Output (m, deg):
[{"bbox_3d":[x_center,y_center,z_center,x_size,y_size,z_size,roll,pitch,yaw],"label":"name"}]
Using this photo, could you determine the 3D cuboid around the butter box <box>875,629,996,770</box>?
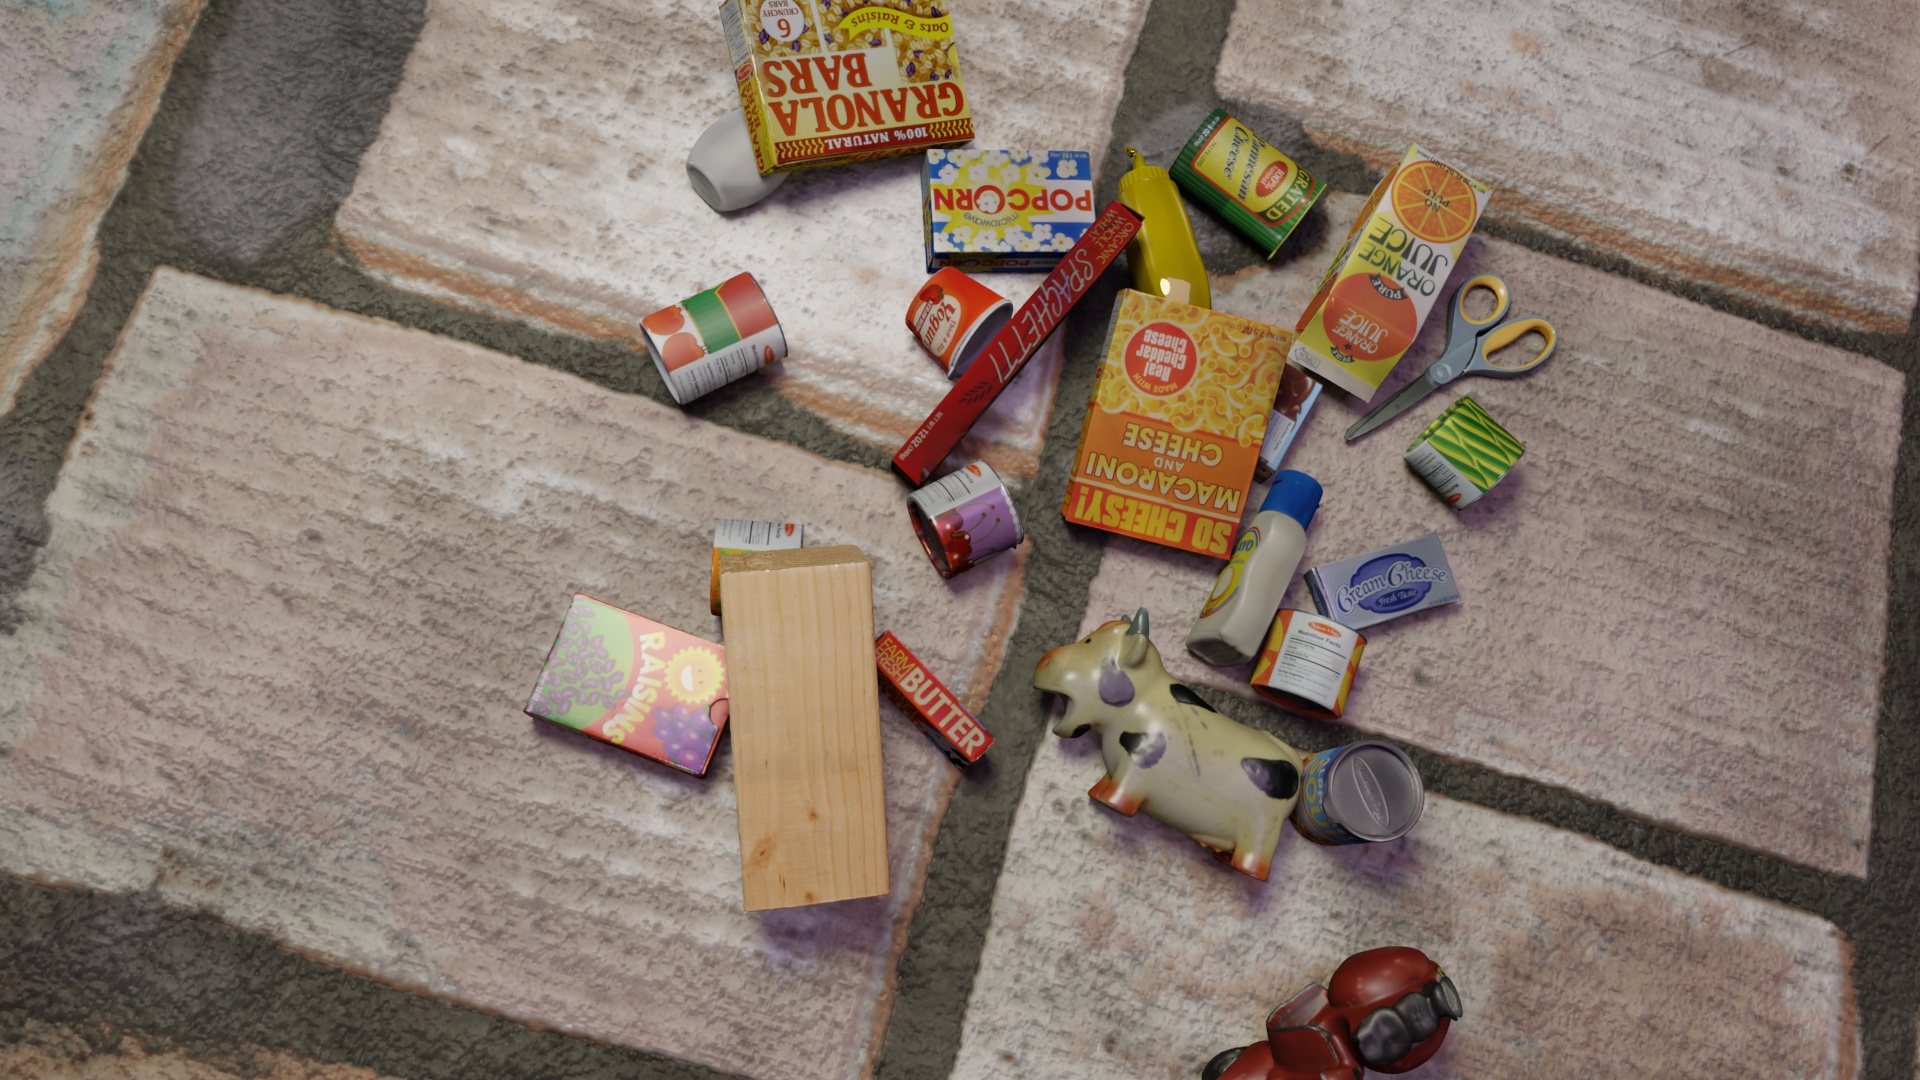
[{"bbox_3d":[-0.024,0.108,0.930,0.103,0.053,0.024,45,72,5],"label":"butter box"}]

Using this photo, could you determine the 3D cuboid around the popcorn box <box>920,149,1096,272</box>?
[{"bbox_3d":[0.037,-0.247,1.042,0.127,0.038,0.085,-2,77,-9],"label":"popcorn box"}]

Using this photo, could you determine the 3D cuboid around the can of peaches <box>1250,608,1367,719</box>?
[{"bbox_3d":[0.242,0.087,0.968,0.071,0.071,0.058,23,78,-2],"label":"can of peaches"}]

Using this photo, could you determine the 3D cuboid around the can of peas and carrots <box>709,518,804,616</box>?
[{"bbox_3d":[-0.136,0.022,0.931,0.059,0.070,0.071,4,75,-7],"label":"can of peas and carrots"}]

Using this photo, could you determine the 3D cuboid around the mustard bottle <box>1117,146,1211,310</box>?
[{"bbox_3d":[0.148,-0.229,1.041,0.049,0.065,0.160,-10,74,-6],"label":"mustard bottle"}]

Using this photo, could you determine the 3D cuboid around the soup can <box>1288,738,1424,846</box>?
[{"bbox_3d":[0.261,0.173,0.938,0.071,0.083,0.071,2,75,-8],"label":"soup can"}]

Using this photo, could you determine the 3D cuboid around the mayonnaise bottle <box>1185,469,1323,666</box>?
[{"bbox_3d":[0.212,0.018,0.986,0.041,0.064,0.148,33,69,-9],"label":"mayonnaise bottle"}]

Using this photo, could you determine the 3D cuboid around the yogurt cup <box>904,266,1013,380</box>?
[{"bbox_3d":[-0.003,-0.160,1.001,0.054,0.072,0.072,40,73,12],"label":"yogurt cup"}]

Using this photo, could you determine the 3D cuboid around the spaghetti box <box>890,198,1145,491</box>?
[{"bbox_3d":[0.040,-0.139,0.985,0.028,0.050,0.250,40,83,-1],"label":"spaghetti box"}]

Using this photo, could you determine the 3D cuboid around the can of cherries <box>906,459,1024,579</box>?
[{"bbox_3d":[0.003,-0.012,0.961,0.058,0.071,0.071,-27,81,-14],"label":"can of cherries"}]

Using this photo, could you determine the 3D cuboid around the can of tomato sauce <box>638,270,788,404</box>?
[{"bbox_3d":[-0.173,-0.142,0.969,0.083,0.071,0.071,-27,81,-13],"label":"can of tomato sauce"}]

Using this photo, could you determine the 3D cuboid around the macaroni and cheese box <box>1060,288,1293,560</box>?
[{"bbox_3d":[0.152,-0.082,0.984,0.124,0.040,0.166,14,96,-3],"label":"macaroni and cheese box"}]

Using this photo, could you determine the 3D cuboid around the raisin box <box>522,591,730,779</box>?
[{"bbox_3d":[-0.210,0.096,0.913,0.123,0.040,0.086,21,72,-3],"label":"raisin box"}]

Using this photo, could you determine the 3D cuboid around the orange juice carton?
[{"bbox_3d":[0.319,-0.197,1.052,0.072,0.073,0.193,32,74,0],"label":"orange juice carton"}]

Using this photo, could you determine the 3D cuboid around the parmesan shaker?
[{"bbox_3d":[0.216,-0.272,1.061,0.103,0.071,0.071,37,73,3],"label":"parmesan shaker"}]

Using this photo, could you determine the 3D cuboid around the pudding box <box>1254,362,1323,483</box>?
[{"bbox_3d":[0.228,-0.091,1.032,0.050,0.030,0.084,31,73,2],"label":"pudding box"}]

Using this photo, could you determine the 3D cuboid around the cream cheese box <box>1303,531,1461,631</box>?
[{"bbox_3d":[0.308,0.033,1.014,0.104,0.024,0.053,-15,77,-12],"label":"cream cheese box"}]

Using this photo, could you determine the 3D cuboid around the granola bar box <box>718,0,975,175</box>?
[{"bbox_3d":[-0.079,-0.340,1.011,0.166,0.039,0.124,-16,97,-27],"label":"granola bar box"}]

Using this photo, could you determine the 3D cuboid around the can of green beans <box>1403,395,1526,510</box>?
[{"bbox_3d":[0.372,-0.065,1.028,0.058,0.071,0.071,44,74,5],"label":"can of green beans"}]

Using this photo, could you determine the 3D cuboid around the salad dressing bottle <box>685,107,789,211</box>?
[{"bbox_3d":[-0.135,-0.304,1.031,0.064,0.044,0.148,45,72,7],"label":"salad dressing bottle"}]
